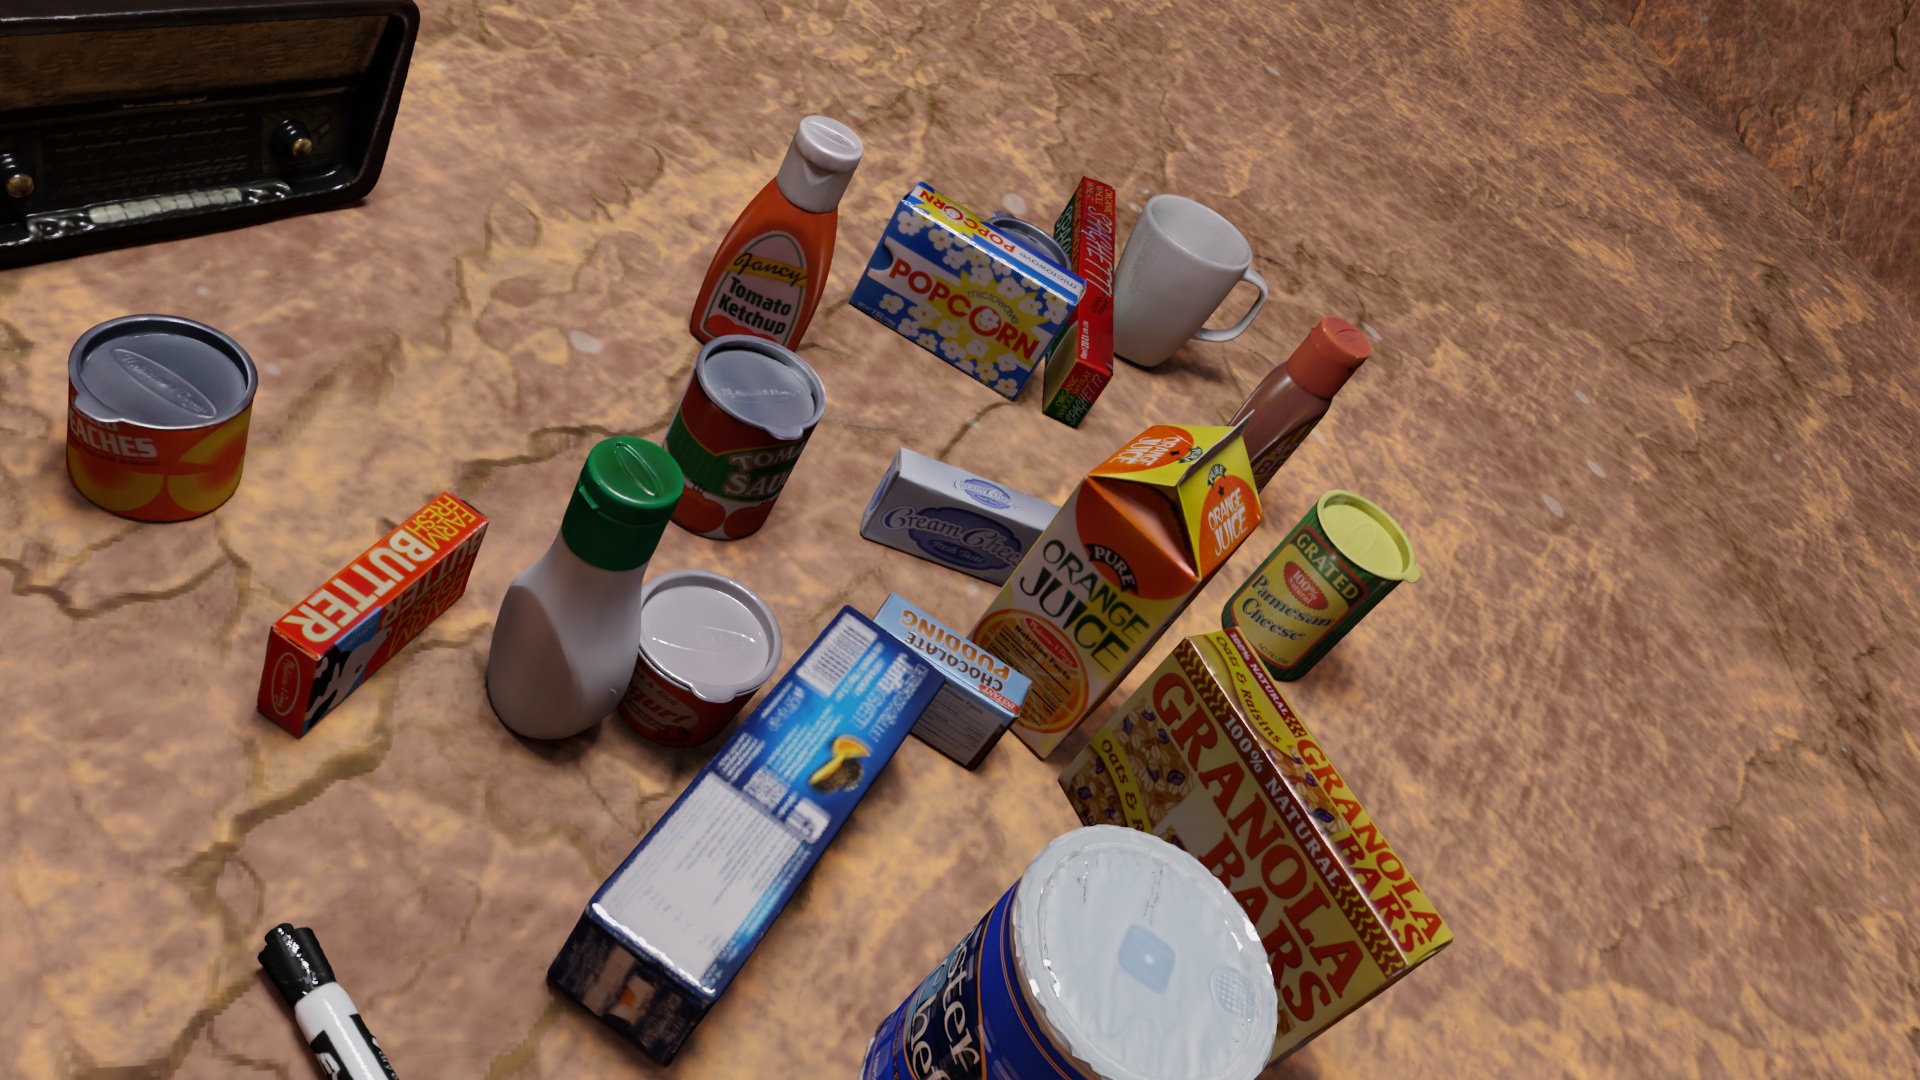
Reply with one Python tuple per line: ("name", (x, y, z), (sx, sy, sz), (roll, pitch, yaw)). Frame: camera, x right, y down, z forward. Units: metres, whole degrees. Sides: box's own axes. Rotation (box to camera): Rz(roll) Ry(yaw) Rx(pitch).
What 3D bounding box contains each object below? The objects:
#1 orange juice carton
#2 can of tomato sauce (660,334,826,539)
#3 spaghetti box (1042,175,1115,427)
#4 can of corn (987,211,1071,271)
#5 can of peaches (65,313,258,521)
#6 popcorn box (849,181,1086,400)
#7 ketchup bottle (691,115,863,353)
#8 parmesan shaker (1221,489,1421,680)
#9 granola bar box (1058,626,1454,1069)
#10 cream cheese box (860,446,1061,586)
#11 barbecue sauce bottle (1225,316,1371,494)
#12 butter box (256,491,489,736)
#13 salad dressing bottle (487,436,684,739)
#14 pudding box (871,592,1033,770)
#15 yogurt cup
("orange juice carton", (0.076, 0.015, 0.675), (0.073, 0.191, 0.072), (43, 40, 11))
("can of tomato sauce", (-0.112, -0.049, 0.698), (0.071, 0.082, 0.071), (19, 42, -18))
("spaghetti box", (0.086, -0.177, 0.985), (0.029, 0.050, 0.251), (22, 41, -14))
("can of corn", (0.032, -0.178, 0.944), (0.071, 0.058, 0.071), (19, 42, -18))
("can of peaches", (-0.331, -0.049, 0.571), (0.071, 0.057, 0.071), (19, 42, -18))
("popcorn box", (0.005, -0.158, 0.884), (0.127, 0.084, 0.038), (31, 40, -4))
("ketchup bottle", (-0.099, -0.165, 0.773), (0.065, 0.148, 0.044), (23, 41, -12))
("parmesan shaker", (0.211, 0.030, 0.819), (0.071, 0.102, 0.072), (19, 42, -18))
("granola bar box", (0.127, 0.142, 0.634), (0.039, 0.123, 0.166), (-7, 54, -38))
("cream cheese box", (0.003, -0.010, 0.758), (0.104, 0.053, 0.024), (20, 41, -16))
("barbecue sauce bottle", (0.202, -0.077, 0.886), (0.065, 0.147, 0.044), (-20, 63, -45))
("butter box", (-0.236, 0.027, 0.562), (0.024, 0.052, 0.104), (34, 40, 0))
("salad dressing bottle", (-0.149, 0.021, 0.552), (0.044, 0.147, 0.064), (-21, 64, -45))
("pudding box", (-0.014, 0.068, 0.672), (0.084, 0.049, 0.030), (32, 40, -2))
("yogurt cup", (-0.119, 0.054, 0.612), (0.072, 0.053, 0.073), (19, 42, -18))
